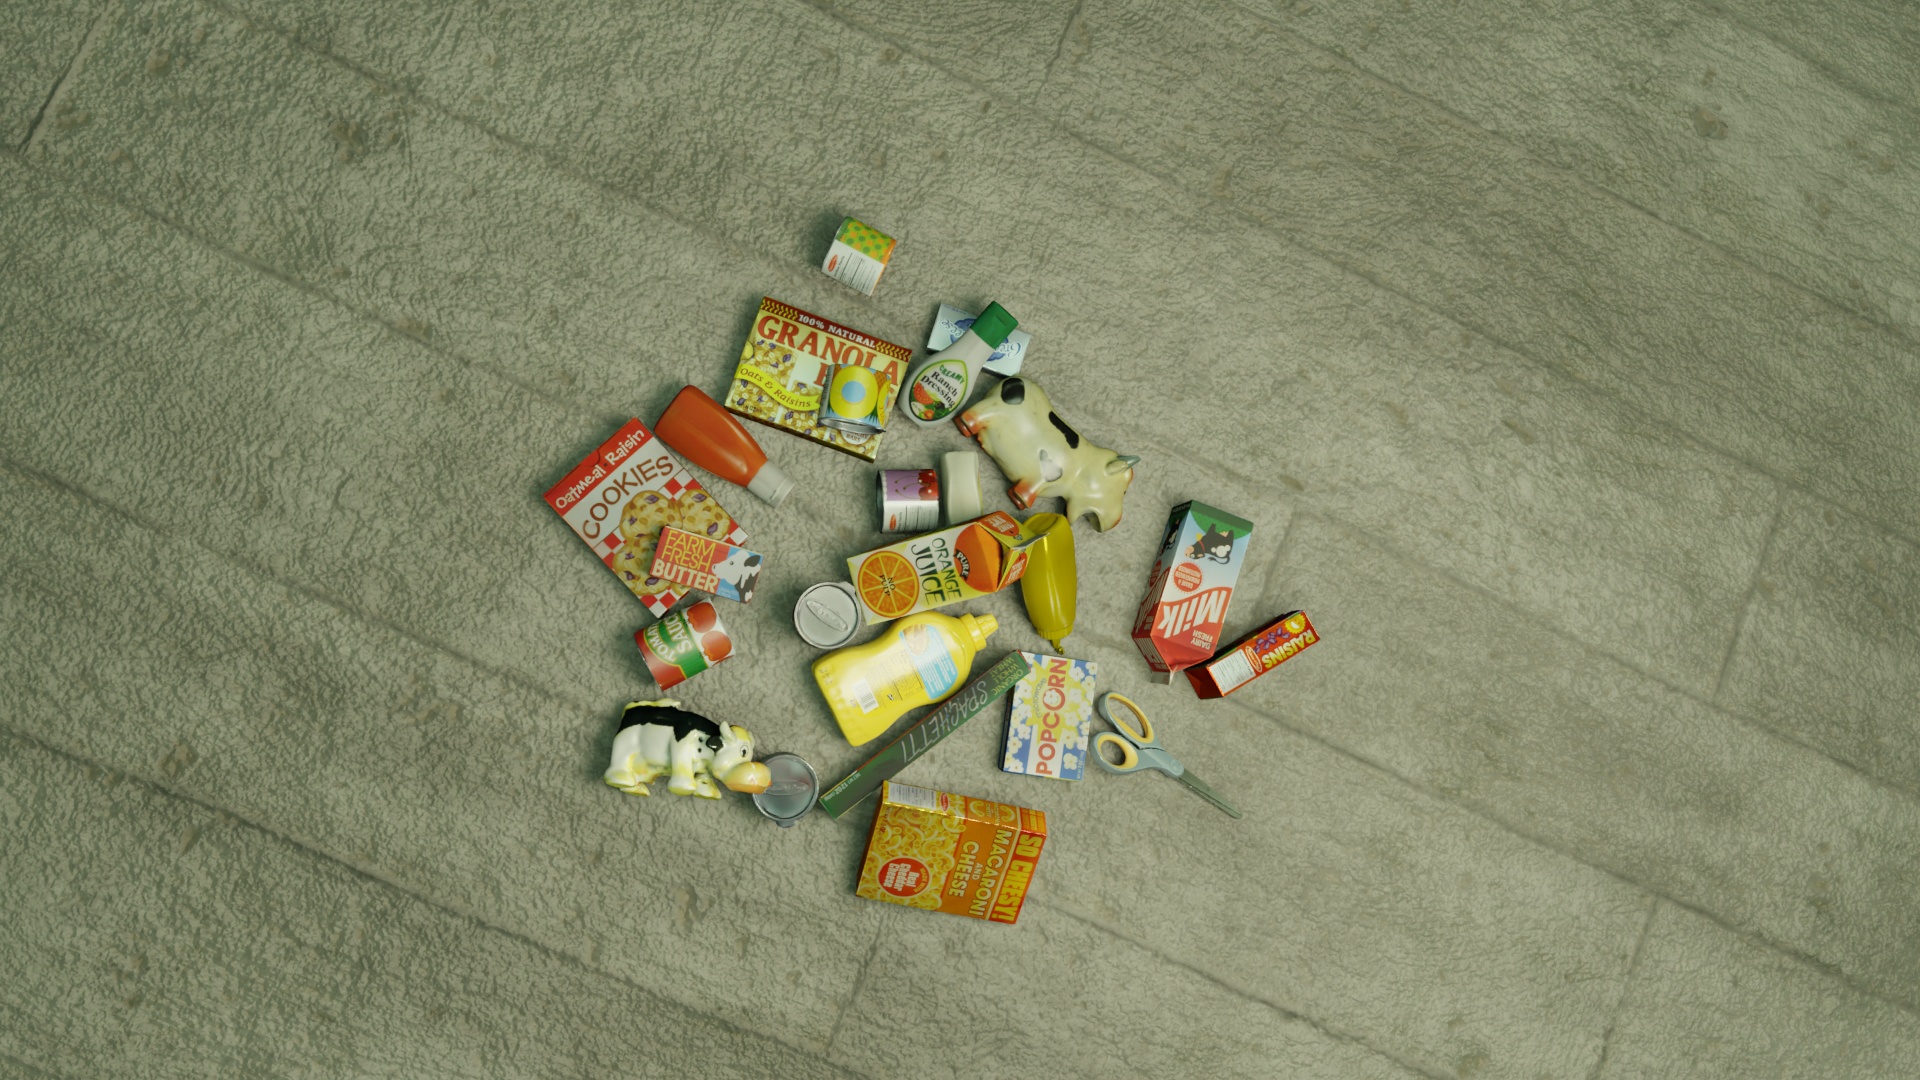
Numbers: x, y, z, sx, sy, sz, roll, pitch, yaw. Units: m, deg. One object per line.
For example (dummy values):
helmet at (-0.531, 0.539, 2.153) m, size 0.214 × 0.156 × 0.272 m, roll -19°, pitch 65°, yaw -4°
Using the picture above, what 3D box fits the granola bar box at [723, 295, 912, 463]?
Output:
granola bar box at (-0.147, -0.166, 1.442) m, size 0.165 × 0.039 × 0.124 m, roll 19°, pitch 82°, yaw -7°

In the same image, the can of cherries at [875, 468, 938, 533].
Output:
can of cherries at (-0.055, -0.043, 1.432) m, size 0.058 × 0.071 × 0.071 m, roll -3°, pitch 86°, yaw -9°

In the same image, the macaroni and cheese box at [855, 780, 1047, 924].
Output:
macaroni and cheese box at (-0.010, 0.313, 1.390) m, size 0.166 × 0.040 × 0.123 m, roll 12°, pitch 116°, yaw -8°

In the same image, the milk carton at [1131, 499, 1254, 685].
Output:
milk carton at (0.238, 0.061, 1.462) m, size 0.073 × 0.072 × 0.190 m, roll 20°, pitch 82°, yaw -7°

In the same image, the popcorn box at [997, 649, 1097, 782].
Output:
popcorn box at (0.091, 0.182, 1.445) m, size 0.085 × 0.038 × 0.127 m, roll 9°, pitch 84°, yaw -6°

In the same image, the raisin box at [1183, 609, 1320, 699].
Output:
raisin box at (0.305, 0.120, 1.459) m, size 0.123 × 0.086 × 0.040 m, roll -28°, pitch 85°, yaw -10°

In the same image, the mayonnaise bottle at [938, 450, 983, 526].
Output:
mayonnaise bottle at (0.005, -0.018, 1.441) m, size 0.041 × 0.065 × 0.148 m, roll -7°, pitch 90°, yaw -4°

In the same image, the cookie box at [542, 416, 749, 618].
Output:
cookie box at (-0.316, -0.023, 1.402) m, size 0.123 × 0.040 × 0.167 m, roll -43°, pitch 92°, yaw -9°

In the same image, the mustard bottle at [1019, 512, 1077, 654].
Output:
mustard bottle at (0.092, 0.052, 1.435) m, size 0.065 × 0.049 × 0.159 m, roll -41°, pitch 131°, yaw -47°

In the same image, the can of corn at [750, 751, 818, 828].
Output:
can of corn at (-0.177, 0.248, 1.389) m, size 0.071 × 0.058 × 0.071 m, roll 1°, pitch 85°, yaw -9°

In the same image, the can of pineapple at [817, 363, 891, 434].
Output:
can of pineapple at (-0.104, -0.141, 1.391) m, size 0.071 × 0.071 × 0.058 m, roll 10°, pitch 84°, yaw -7°

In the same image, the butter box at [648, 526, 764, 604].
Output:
butter box at (-0.251, 0.024, 1.377) m, size 0.103 × 0.024 × 0.053 m, roll 17°, pitch 84°, yaw -9°

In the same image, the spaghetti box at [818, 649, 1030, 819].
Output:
spaghetti box at (-0.033, 0.194, 1.400) m, size 0.250 × 0.050 × 0.029 m, roll -37°, pitch 83°, yaw -1°

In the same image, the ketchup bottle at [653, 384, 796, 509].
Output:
ketchup bottle at (-0.236, -0.091, 1.416) m, size 0.149 × 0.044 × 0.064 m, roll 38°, pitch 109°, yaw -4°

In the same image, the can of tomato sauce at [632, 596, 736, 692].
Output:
can of tomato sauce at (-0.274, 0.102, 1.382) m, size 0.083 × 0.071 × 0.071 m, roll -27°, pitch 89°, yaw -10°

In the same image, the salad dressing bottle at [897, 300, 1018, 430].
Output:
salad dressing bottle at (-0.002, -0.182, 1.440) m, size 0.064 × 0.044 × 0.147 m, roll 40°, pitch 99°, yaw -10°

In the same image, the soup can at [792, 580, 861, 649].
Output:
soup can at (-0.134, 0.074, 1.399) m, size 0.071 × 0.083 × 0.071 m, roll 1°, pitch 85°, yaw -9°

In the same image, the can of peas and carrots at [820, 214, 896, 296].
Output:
can of peas and carrots at (-0.105, -0.298, 1.448) m, size 0.059 × 0.071 × 0.071 m, roll 26°, pitch 82°, yaw -6°

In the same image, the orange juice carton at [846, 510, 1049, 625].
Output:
orange juice carton at (-0.008, 0.023, 1.379) m, size 0.192 × 0.072 × 0.073 m, roll -16°, pitch 93°, yaw 25°

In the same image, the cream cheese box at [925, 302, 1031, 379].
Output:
cream cheese box at (0.019, -0.210, 1.478) m, size 0.104 × 0.024 × 0.053 m, roll 18°, pitch 84°, yaw -6°
